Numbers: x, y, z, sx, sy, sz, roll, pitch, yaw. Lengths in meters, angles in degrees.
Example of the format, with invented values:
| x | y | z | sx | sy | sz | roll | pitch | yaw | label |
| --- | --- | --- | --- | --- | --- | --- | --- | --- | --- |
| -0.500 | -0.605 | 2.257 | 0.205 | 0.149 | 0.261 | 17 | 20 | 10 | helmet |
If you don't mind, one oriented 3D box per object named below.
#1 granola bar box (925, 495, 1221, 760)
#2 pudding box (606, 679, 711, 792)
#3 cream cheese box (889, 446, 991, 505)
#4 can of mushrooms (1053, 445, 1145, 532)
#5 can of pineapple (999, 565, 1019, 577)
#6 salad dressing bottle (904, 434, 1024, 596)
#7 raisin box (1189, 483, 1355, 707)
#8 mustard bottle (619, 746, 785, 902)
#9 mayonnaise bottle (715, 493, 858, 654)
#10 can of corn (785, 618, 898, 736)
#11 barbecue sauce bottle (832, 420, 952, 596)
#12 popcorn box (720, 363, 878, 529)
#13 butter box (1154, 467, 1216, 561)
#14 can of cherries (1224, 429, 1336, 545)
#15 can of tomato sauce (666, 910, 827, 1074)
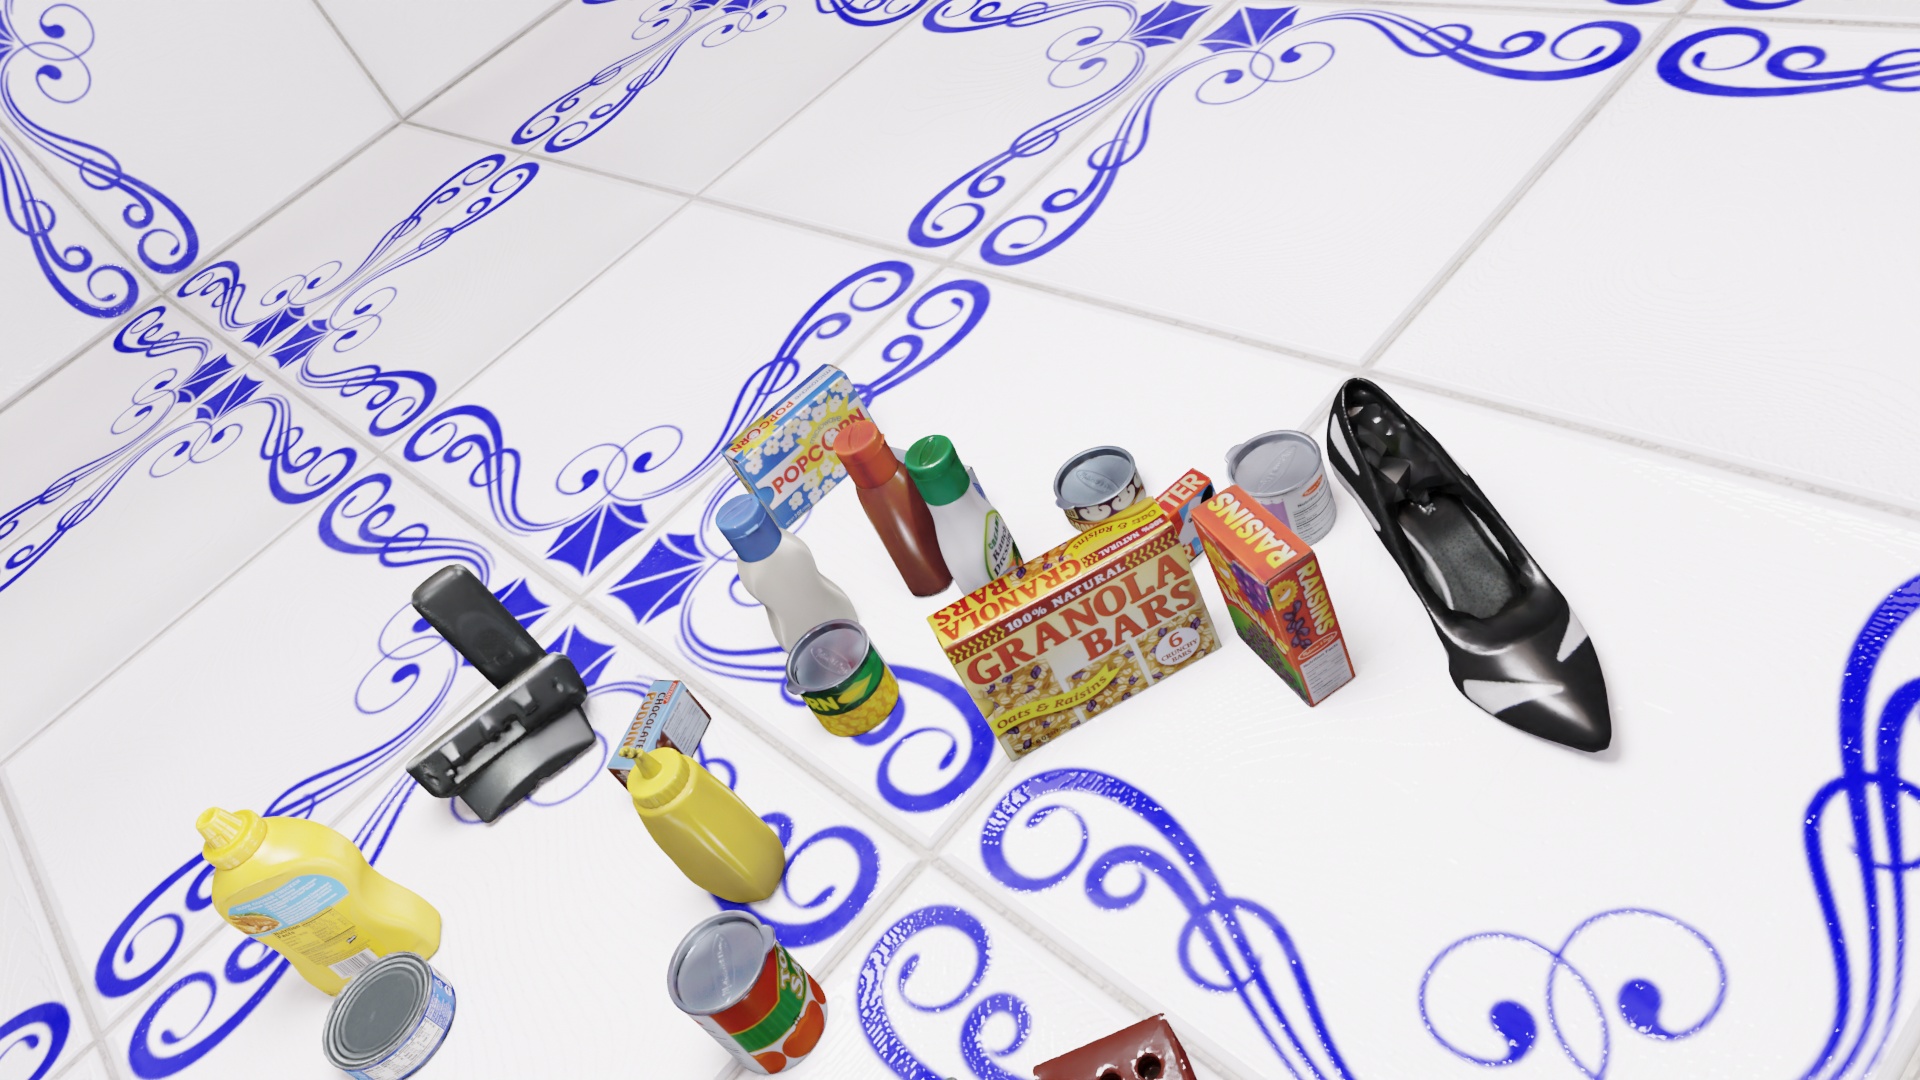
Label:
| x | y | z | sx | sy | sz | roll | pitch | yaw | label |
| --- | --- | --- | --- | --- | --- | --- | --- | --- | --- |
| 0.078 | 0.060 | 0.911 | 0.165 | 0.123 | 0.039 | -29 | 40 | 0 | granola bar box |
| -0.226 | 0.152 | 1.047 | 0.030 | 0.049 | 0.084 | -3 | 46 | 28 | pudding box |
| -0.024 | -0.044 | 1.135 | 0.104 | 0.053 | 0.024 | 16 | 57 | 40 | cream cheese box |
| 0.106 | -0.038 | 1.069 | 0.071 | 0.033 | 0.071 | -16 | 41 | 15 | can of mushrooms |
| 0.061 | 0.055 | 0.978 | 0.071 | 0.057 | 0.071 | -16 | 41 | 15 | can of pineapple |
| 0.004 | -0.013 | 1.013 | 0.044 | 0.147 | 0.064 | -4 | 46 | 27 | salad dressing bottle |
| 0.196 | 0.035 | 0.871 | 0.040 | 0.123 | 0.086 | -32 | 40 | -4 | raisin box |
| -0.173 | 0.178 | 0.903 | 0.065 | 0.159 | 0.049 | -3 | 46 | 28 | mustard bottle |
| -0.134 | 0.027 | 1.049 | 0.065 | 0.147 | 0.041 | -38 | 41 | -11 | mayonnaise bottle |
| -0.087 | 0.102 | 1.013 | 0.071 | 0.058 | 0.071 | -16 | 41 | 15 | can of corn |
| -0.049 | -0.026 | 1.056 | 0.043 | 0.148 | 0.065 | -16 | 42 | 16 | barbecue sauce bottle |
| -0.136 | -0.083 | 1.215 | 0.127 | 0.085 | 0.038 | -43 | 42 | -16 | popcorn box |
| 0.143 | 0.000 | 0.993 | 0.104 | 0.053 | 0.024 | -39 | 41 | -12 | butter box |
| 0.225 | -0.036 | 0.979 | 0.071 | 0.058 | 0.072 | -16 | 41 | 15 | can of cherries |
| -0.125 | 0.272 | 0.837 | 0.071 | 0.082 | 0.071 | -16 | 41 | 15 | can of tomato sauce |
